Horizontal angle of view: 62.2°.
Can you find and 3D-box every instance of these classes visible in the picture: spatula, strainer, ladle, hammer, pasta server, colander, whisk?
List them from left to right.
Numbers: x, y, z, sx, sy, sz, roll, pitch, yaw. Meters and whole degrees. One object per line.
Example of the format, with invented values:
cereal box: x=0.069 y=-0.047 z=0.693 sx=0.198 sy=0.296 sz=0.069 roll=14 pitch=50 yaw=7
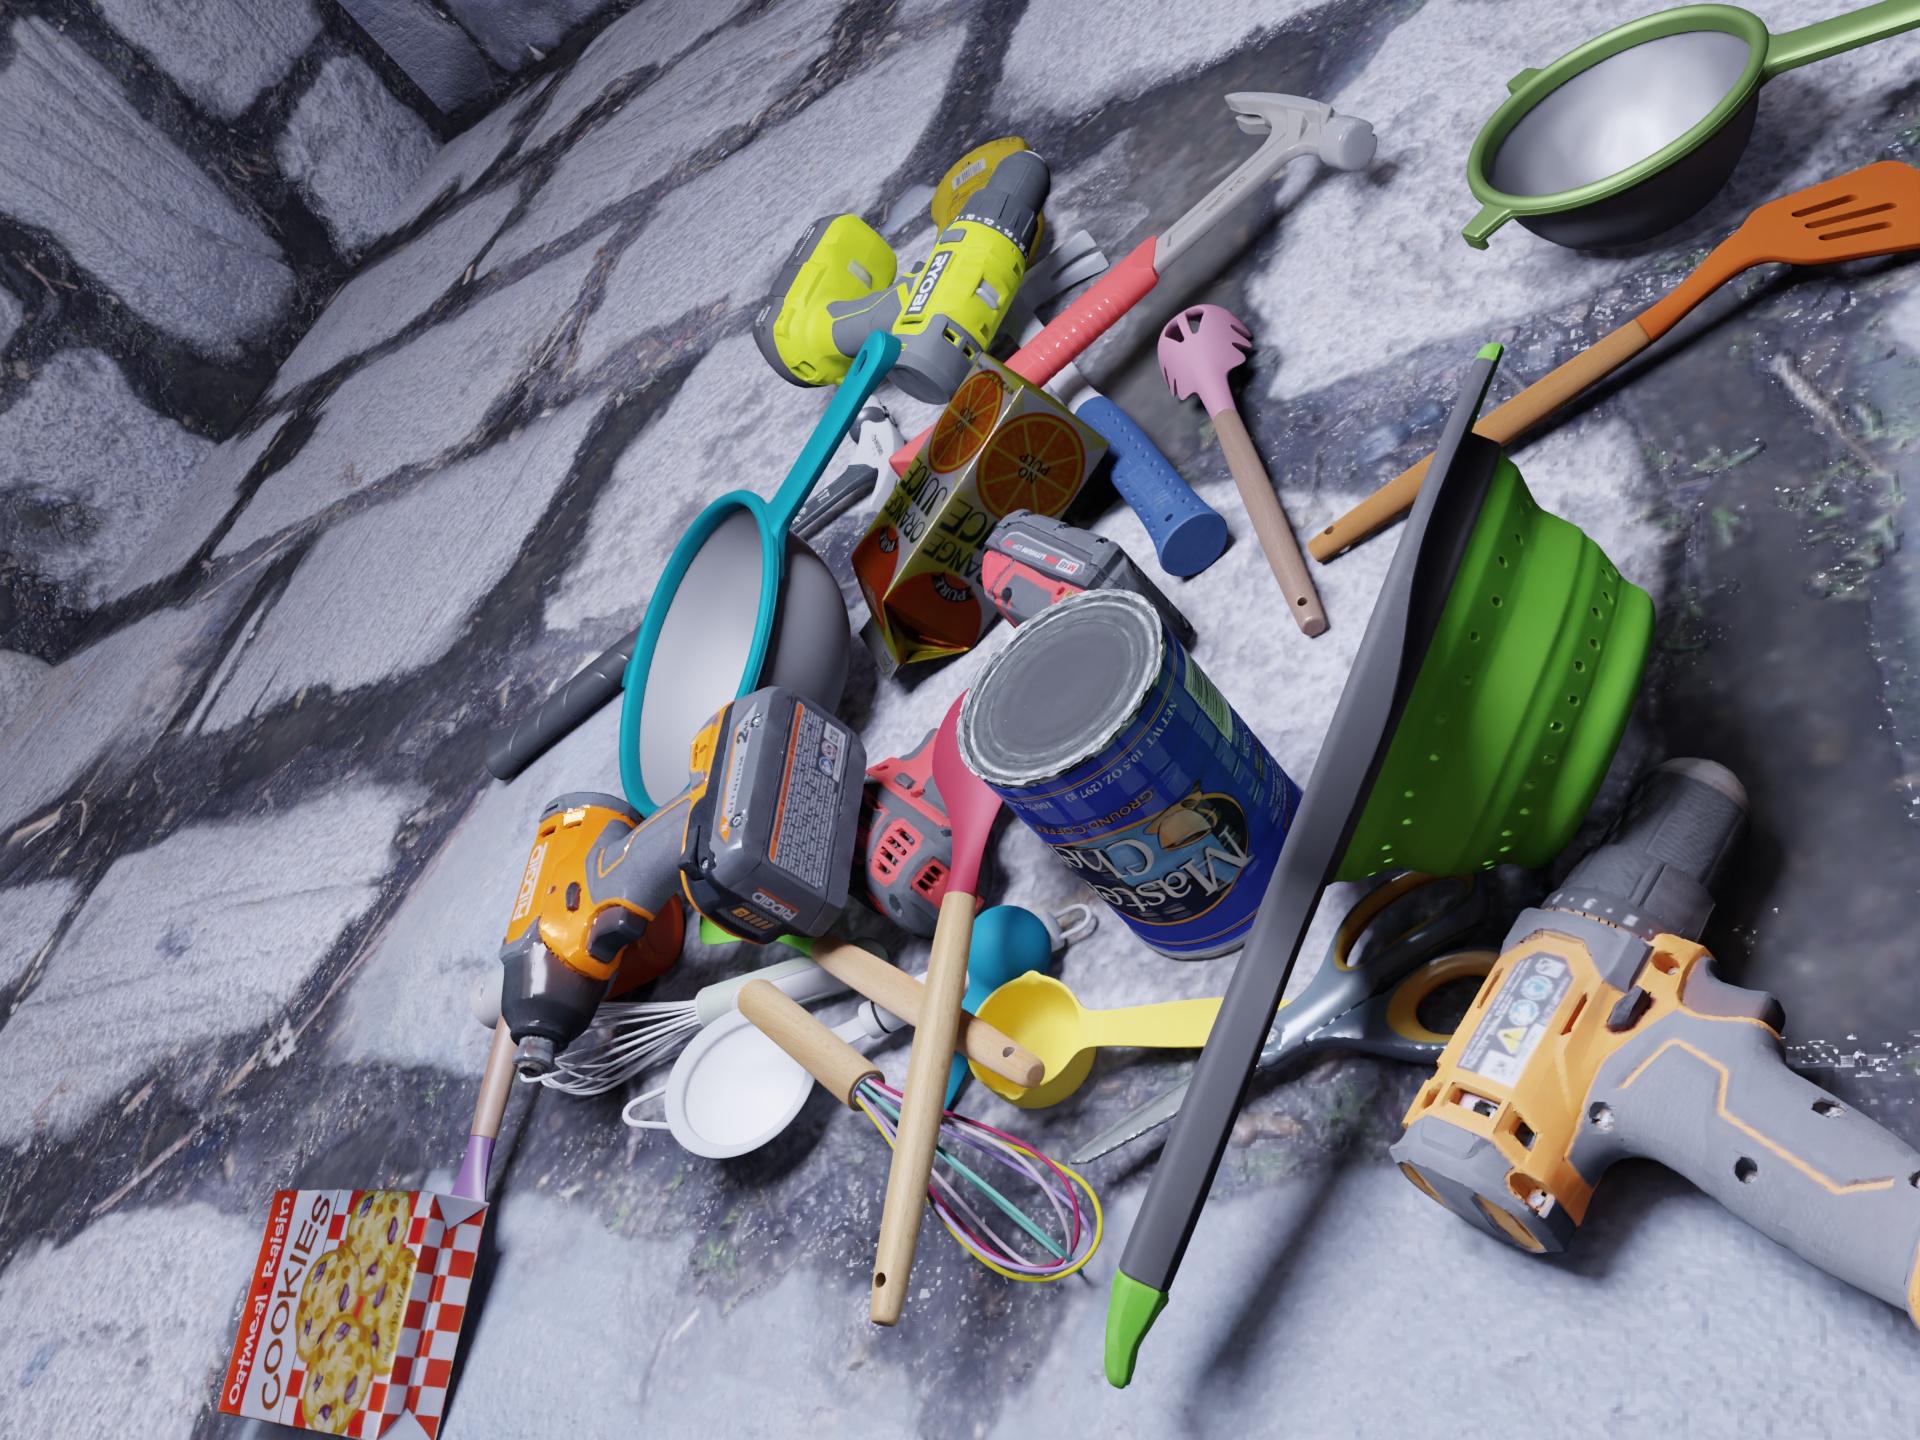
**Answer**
spatula: x=-0.271 y=0.216 z=0.920 sx=0.060 sy=0.018 sz=0.316 roll=-13 pitch=57 yaw=39
hammer: x=-0.202 y=-0.083 z=1.197 sx=0.409 sy=0.036 sz=0.149 roll=-37 pitch=36 yaw=12
whisk: x=-0.144 y=0.161 z=0.872 sx=0.246 sy=0.057 sz=0.059 roll=-21 pitch=10 yaw=24
strainer: x=-0.097 y=-0.077 z=0.967 sx=0.340 sy=0.095 sz=0.211 roll=-55 pitch=34 yaw=26
strainer: x=-0.047 y=0.153 z=0.786 sx=0.258 sy=0.050 sz=0.087 roll=-29 pitch=42 yaw=13
whisk: x=-0.026 y=0.173 z=0.705 sx=0.245 sy=0.051 sz=0.047 roll=27 pitch=82 yaw=46
ladle: x=-0.005 y=0.102 z=0.698 sx=0.069 sy=0.031 sz=0.316 roll=-14 pitch=50 yaw=34
hammer: x=0.085 y=-0.209 z=1.030 sx=0.144 sy=0.035 sz=0.406 roll=-38 pitch=35 yaw=10
hammer: x=0.094 y=-0.276 z=1.028 sx=0.359 sy=0.036 sz=0.149 roll=-42 pitch=36 yaw=-2
pasta server: x=0.161 y=-0.151 z=0.904 sx=0.060 sy=0.040 sz=0.317 roll=-31 pitch=41 yaw=19
colander: x=0.162 y=0.063 z=0.581 sx=0.094 sy=0.204 sz=0.397 roll=21 pitch=80 yaw=13
spatula: x=0.311 y=-0.166 z=0.767 sx=0.322 sy=0.041 sz=0.081 roll=-34 pitch=36 yaw=21
strainer: x=0.385 y=-0.298 z=0.786 sx=0.256 sy=0.069 sz=0.152 roll=-7 pitch=46 yaw=41

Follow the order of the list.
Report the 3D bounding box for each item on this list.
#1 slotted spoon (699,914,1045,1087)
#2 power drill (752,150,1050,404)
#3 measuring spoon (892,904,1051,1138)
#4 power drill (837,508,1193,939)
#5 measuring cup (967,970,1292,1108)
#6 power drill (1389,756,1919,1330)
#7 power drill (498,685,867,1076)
slotted spoon: x=-0.054 y=0.118 z=0.783 sx=0.070 sy=0.031 sz=0.314 roll=-41 pitch=29 yaw=-20
power drill: x=-0.040 y=-0.326 z=1.175 sx=0.229 sy=0.080 sz=0.190 roll=12 pitch=72 yaw=50
measuring spoon: x=0.000 y=0.144 z=0.739 sx=0.042 sy=0.021 sz=0.128 roll=26 pitch=84 yaw=16
power drill: x=-0.001 y=-0.003 z=0.872 sx=0.227 sy=0.080 sz=0.188 roll=-52 pitch=34 yaw=-5
measuring cup: x=0.078 y=0.139 z=0.692 sx=0.156 sy=0.029 sz=0.062 roll=-9 pitch=51 yaw=25
power drill: x=0.265 y=0.101 z=0.487 sx=0.185 sy=0.084 sz=0.226 roll=-54 pitch=31 yaw=-16
power drill: x=-0.158 y=0.090 z=0.833 sx=0.226 sy=0.084 sz=0.164 roll=-26 pitch=42 yaw=35
